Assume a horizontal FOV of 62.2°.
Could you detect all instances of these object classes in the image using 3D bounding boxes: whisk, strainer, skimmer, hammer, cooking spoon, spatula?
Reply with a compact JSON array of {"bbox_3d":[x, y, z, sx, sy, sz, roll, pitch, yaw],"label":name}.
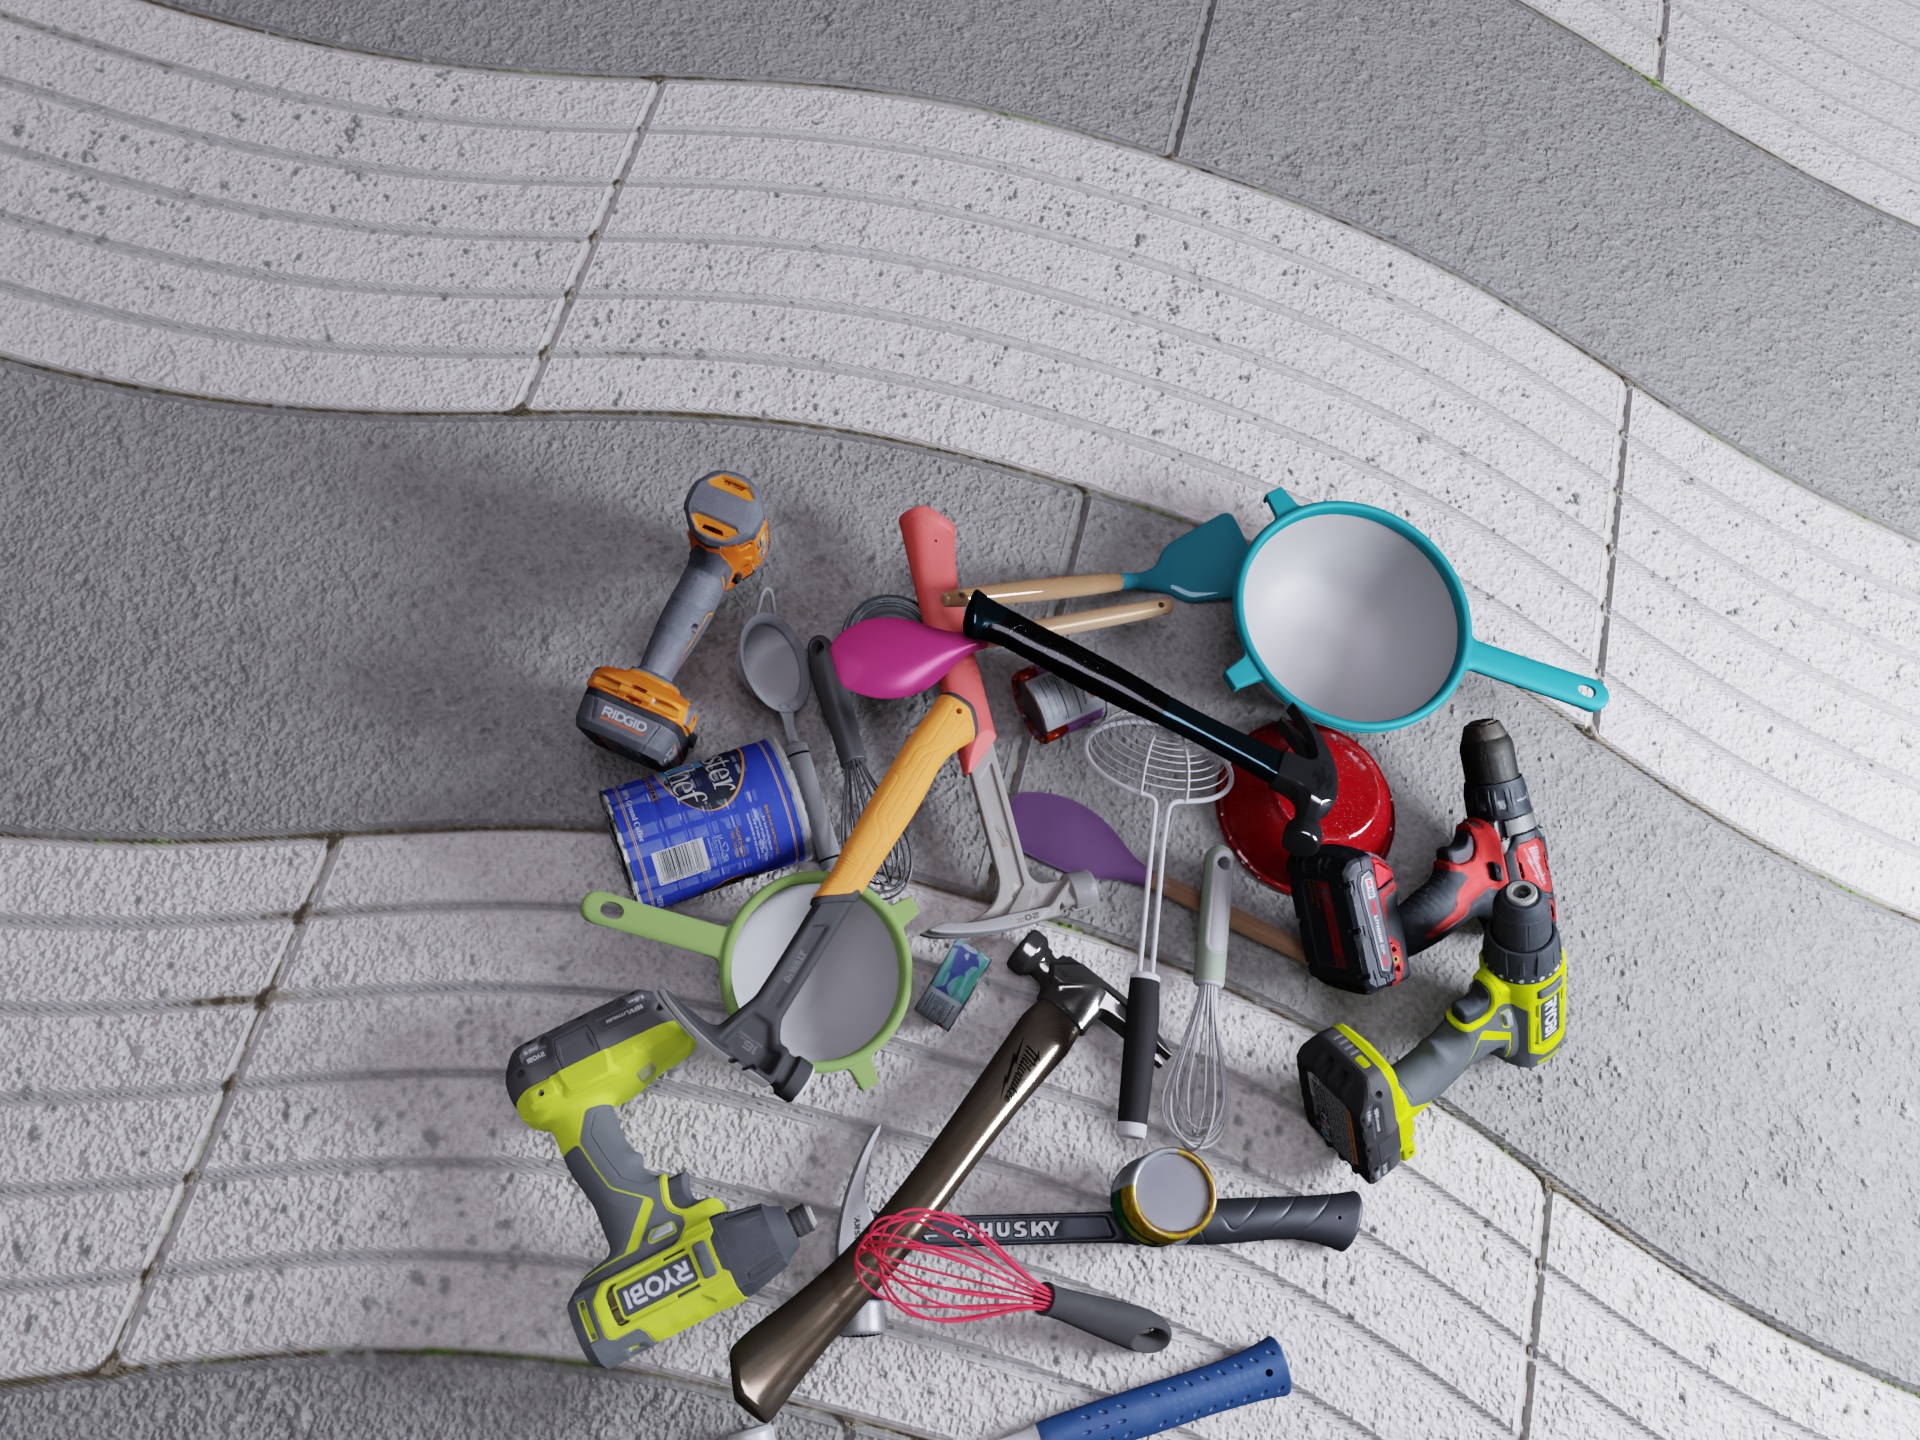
[{"bbox_3d":[-0.090,0.035,1.301,0.055,0.055,0.239,-12,66,-13],"label":"whisk"},{"bbox_3d":[-0.138,0.018,1.300,0.086,0.050,0.258,1,68,-57],"label":"strainer"},{"bbox_3d":[0.044,0.401,1.114,0.295,0.073,0.073,29,63,-31],"label":"whisk"},{"bbox_3d":[0.147,0.151,1.268,0.127,0.090,0.363,9,68,-3],"label":"skimmer"},{"bbox_3d":[0.196,0.217,1.264,0.057,0.059,0.246,15,69,-16],"label":"whisk"},{"bbox_3d":[-0.009,0.336,1.156,0.146,0.038,0.411,38,58,11],"label":"hammer"},{"bbox_3d":[0.042,-0.071,1.308,0.318,0.017,0.069,-12,76,-26],"label":"cooking spoon"},{"bbox_3d":[-0.165,0.178,1.201,0.256,0.069,0.152,19,69,-15],"label":"strainer"},{"bbox_3d":[0.387,-0.058,1.388,0.340,0.095,0.211,18,70,-4],"label":"strainer"},{"bbox_3d":[0.181,0.140,1.316,0.316,0.018,0.060,26,72,2],"label":"spatula"},{"bbox_3d":[0.109,0.378,1.204,0.409,0.036,0.149,1,68,-10],"label":"hammer"},{"bbox_3d":[-0.088,0.109,1.194,0.127,0.034,0.337,37,65,-10],"label":"hammer"},{"bbox_3d":[0.150,-0.014,1.269,0.331,0.033,0.128,27,47,1],"label":"hammer"},{"bbox_3d":[0.121,-0.124,1.368,0.317,0.044,0.082,-10,73,-33],"label":"spatula"},{"bbox_3d":[0.048,0.526,1.136,0.405,0.035,0.144,-12,71,-13],"label":"hammer"},{"bbox_3d":[-0.002,-0.004,1.300,0.149,0.036,0.359,-10,76,-21],"label":"hammer"}]

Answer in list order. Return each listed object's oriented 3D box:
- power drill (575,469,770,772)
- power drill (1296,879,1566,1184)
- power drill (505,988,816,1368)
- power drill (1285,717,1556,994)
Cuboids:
[{"bbox_3d":[-0.219,-0.075,1.274,0.084,0.164,0.226,23,80,0],"label":"power drill"},{"bbox_3d":[0.374,0.236,1.228,0.228,0.190,0.080,-32,43,-14],"label":"power drill"},{"bbox_3d":[-0.216,0.313,1.123,0.171,0.080,0.223,-25,64,-10],"label":"power drill"},{"bbox_3d":[0.381,0.111,1.292,0.226,0.080,0.188,-16,97,-23],"label":"power drill"}]
